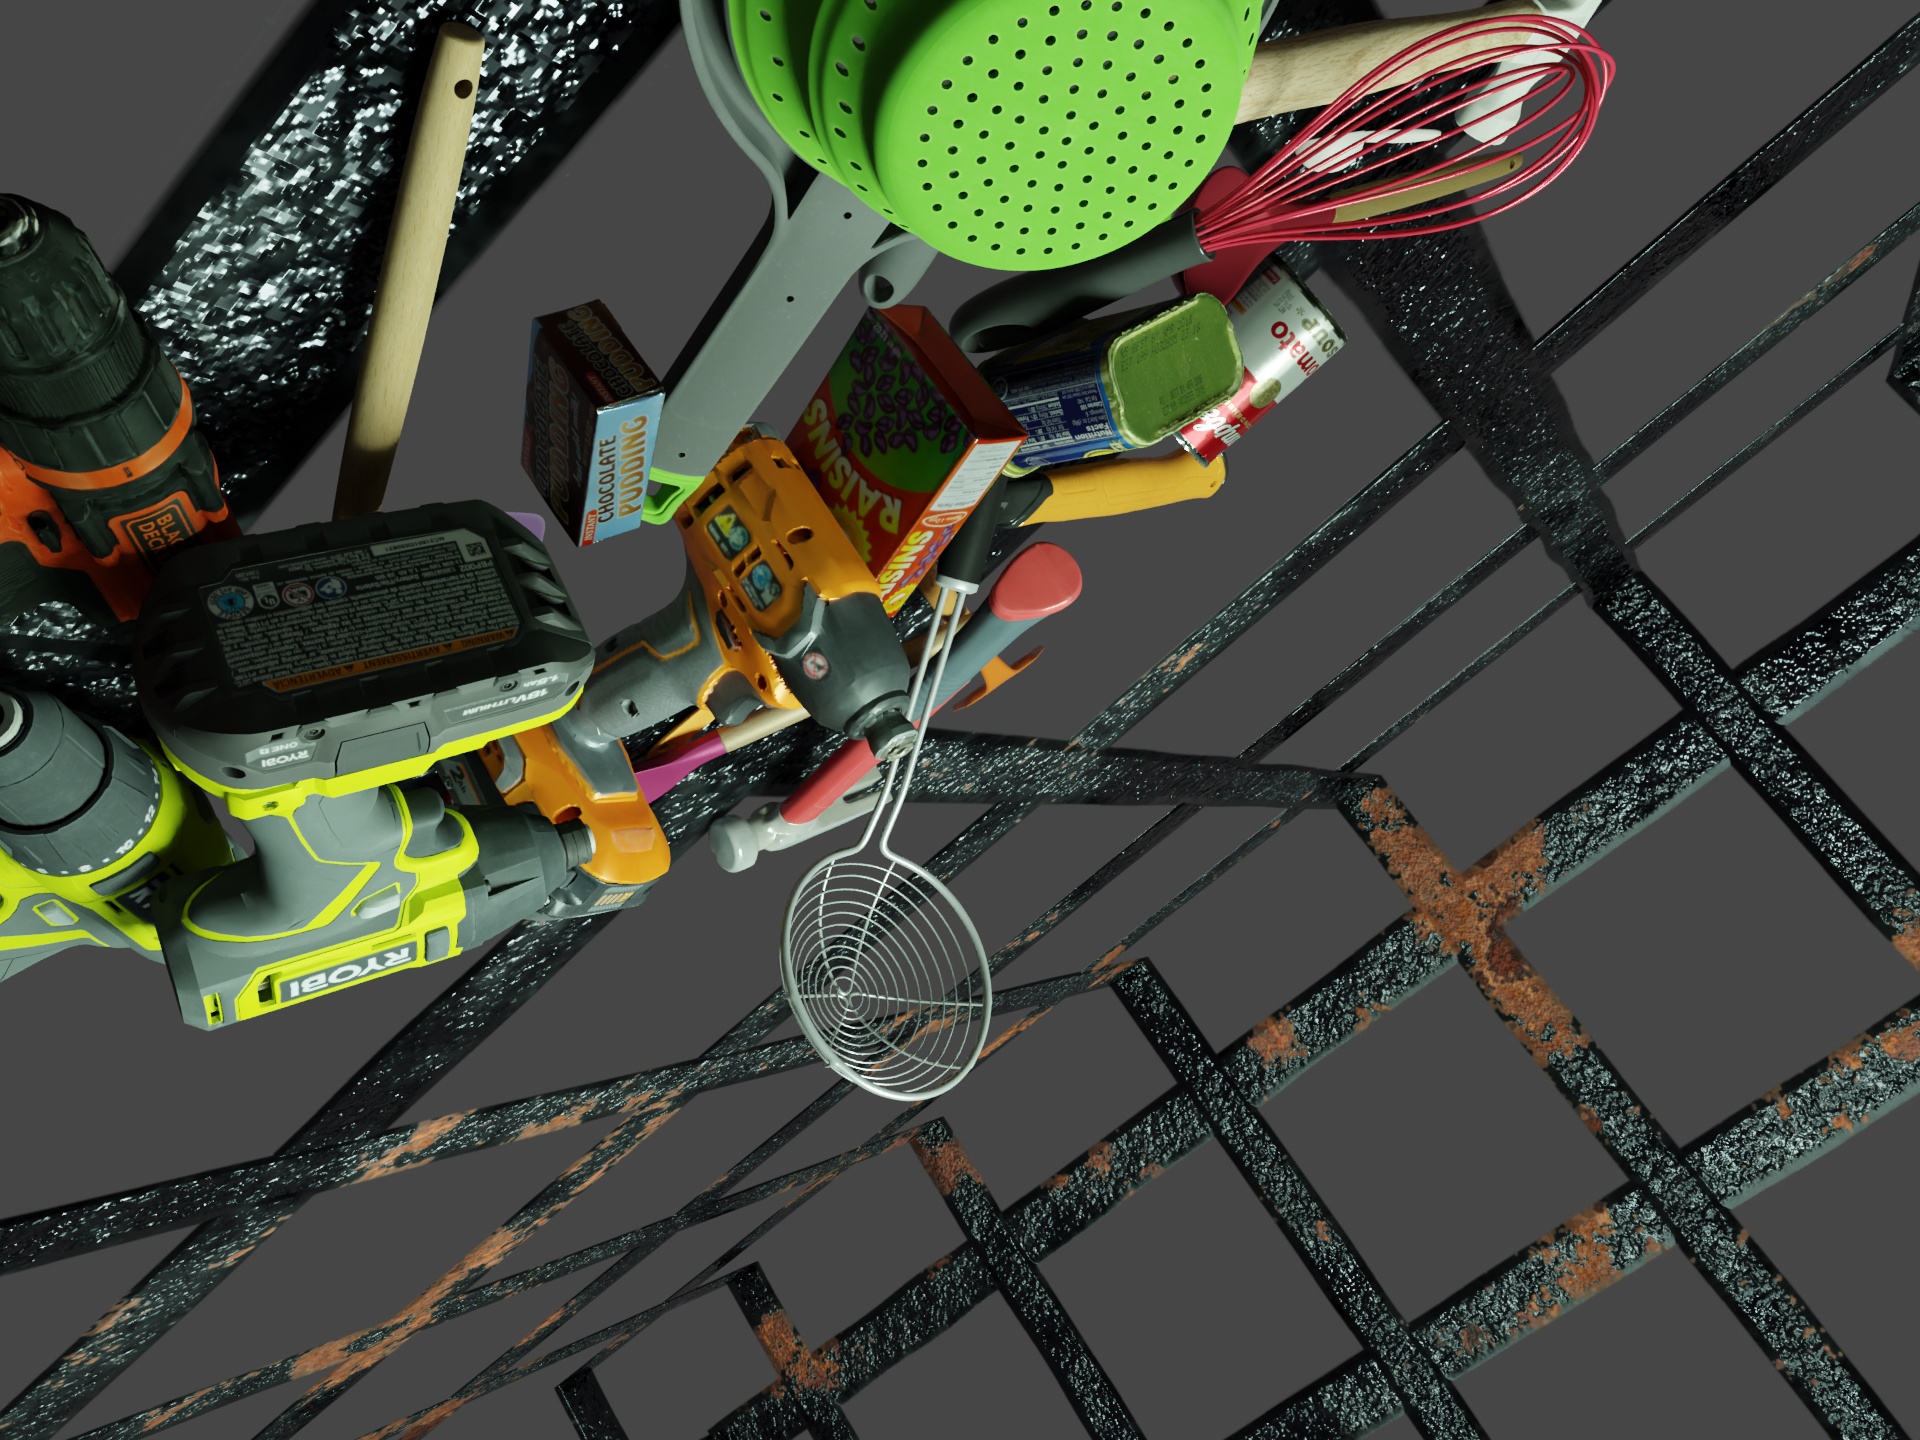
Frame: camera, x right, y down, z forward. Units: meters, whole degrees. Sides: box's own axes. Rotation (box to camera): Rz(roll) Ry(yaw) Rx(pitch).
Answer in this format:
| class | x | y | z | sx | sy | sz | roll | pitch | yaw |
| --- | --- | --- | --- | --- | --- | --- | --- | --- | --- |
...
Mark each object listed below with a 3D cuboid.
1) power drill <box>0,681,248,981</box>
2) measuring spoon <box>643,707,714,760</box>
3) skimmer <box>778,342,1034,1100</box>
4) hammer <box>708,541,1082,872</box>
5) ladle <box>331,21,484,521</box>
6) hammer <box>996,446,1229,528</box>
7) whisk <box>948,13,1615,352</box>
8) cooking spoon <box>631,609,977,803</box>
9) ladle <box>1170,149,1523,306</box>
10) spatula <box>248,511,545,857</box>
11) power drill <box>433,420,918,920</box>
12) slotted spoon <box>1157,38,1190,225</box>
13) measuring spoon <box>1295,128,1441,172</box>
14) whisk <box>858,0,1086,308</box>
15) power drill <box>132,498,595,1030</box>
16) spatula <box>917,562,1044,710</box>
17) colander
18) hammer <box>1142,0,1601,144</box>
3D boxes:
| class | x | y | z | sx | sy | sz | roll | pitch | yaw |
| --- | --- | --- | --- | --- | --- | --- | --- | --- | --- |
| power drill | -0.399 | 0.080 | 0.596 | 0.228 | 0.080 | 0.190 | -32 | 161 | -17 |
| measuring spoon | -0.144 | -0.011 | 0.915 | 0.117 | 0.011 | 0.021 | -39 | 159 | 21 |
| skimmer | -0.001 | -0.002 | 0.771 | 0.127 | 0.090 | 0.363 | 11 | 97 | -38 |
| hammer | -0.027 | -0.005 | 0.971 | 0.143 | 0.038 | 0.386 | -22 | 169 | -36 |
| ladle | -0.213 | -0.096 | 0.557 | 0.078 | 0.062 | 0.320 | -14 | 146 | -43 |
| hammer | 0.048 | -0.121 | 0.908 | 0.337 | 0.034 | 0.127 | -17 | 141 | -46 |
| whisk | 0.119 | -0.209 | 0.663 | 0.296 | 0.073 | 0.073 | -15 | 173 | 31 |
| cooking spoon | -0.117 | 0.001 | 0.935 | 0.319 | 0.017 | 0.068 | -25 | 162 | -10 |
| ladle | 0.210 | -0.275 | 0.841 | 0.315 | 0.031 | 0.069 | -25 | 127 | -35 |
| spatula | -0.281 | 0.016 | 0.729 | 0.316 | 0.018 | 0.059 | -46 | 160 | 26 |
| power drill | -0.125 | -0.003 | 0.725 | 0.226 | 0.164 | 0.084 | -41 | 162 | 22 |
| slotted spoon | 0.095 | -0.278 | 0.645 | 0.070 | 0.031 | 0.313 | -25 | 157 | -27 |
| measuring spoon | 0.211 | -0.290 | 0.807 | 0.034 | 0.018 | 0.124 | 7 | -159 | 44 |
| whisk | 0.016 | -0.237 | 0.582 | 0.055 | 0.055 | 0.239 | -20 | 160 | -38 |
| power drill | -0.210 | 0.025 | 0.589 | 0.171 | 0.080 | 0.223 | -16 | 153 | -29 |
| spatula | -0.002 | -0.063 | 1.010 | 0.081 | 0.041 | 0.322 | -35 | 157 | 2 |
| colander | -0.024 | -0.164 | 0.534 | 0.204 | 0.095 | 0.397 | 10 | 143 | -35 |
| hammer | 0.196 | -0.301 | 0.711 | 0.331 | 0.031 | 0.130 | -28 | 159 | -38 |
